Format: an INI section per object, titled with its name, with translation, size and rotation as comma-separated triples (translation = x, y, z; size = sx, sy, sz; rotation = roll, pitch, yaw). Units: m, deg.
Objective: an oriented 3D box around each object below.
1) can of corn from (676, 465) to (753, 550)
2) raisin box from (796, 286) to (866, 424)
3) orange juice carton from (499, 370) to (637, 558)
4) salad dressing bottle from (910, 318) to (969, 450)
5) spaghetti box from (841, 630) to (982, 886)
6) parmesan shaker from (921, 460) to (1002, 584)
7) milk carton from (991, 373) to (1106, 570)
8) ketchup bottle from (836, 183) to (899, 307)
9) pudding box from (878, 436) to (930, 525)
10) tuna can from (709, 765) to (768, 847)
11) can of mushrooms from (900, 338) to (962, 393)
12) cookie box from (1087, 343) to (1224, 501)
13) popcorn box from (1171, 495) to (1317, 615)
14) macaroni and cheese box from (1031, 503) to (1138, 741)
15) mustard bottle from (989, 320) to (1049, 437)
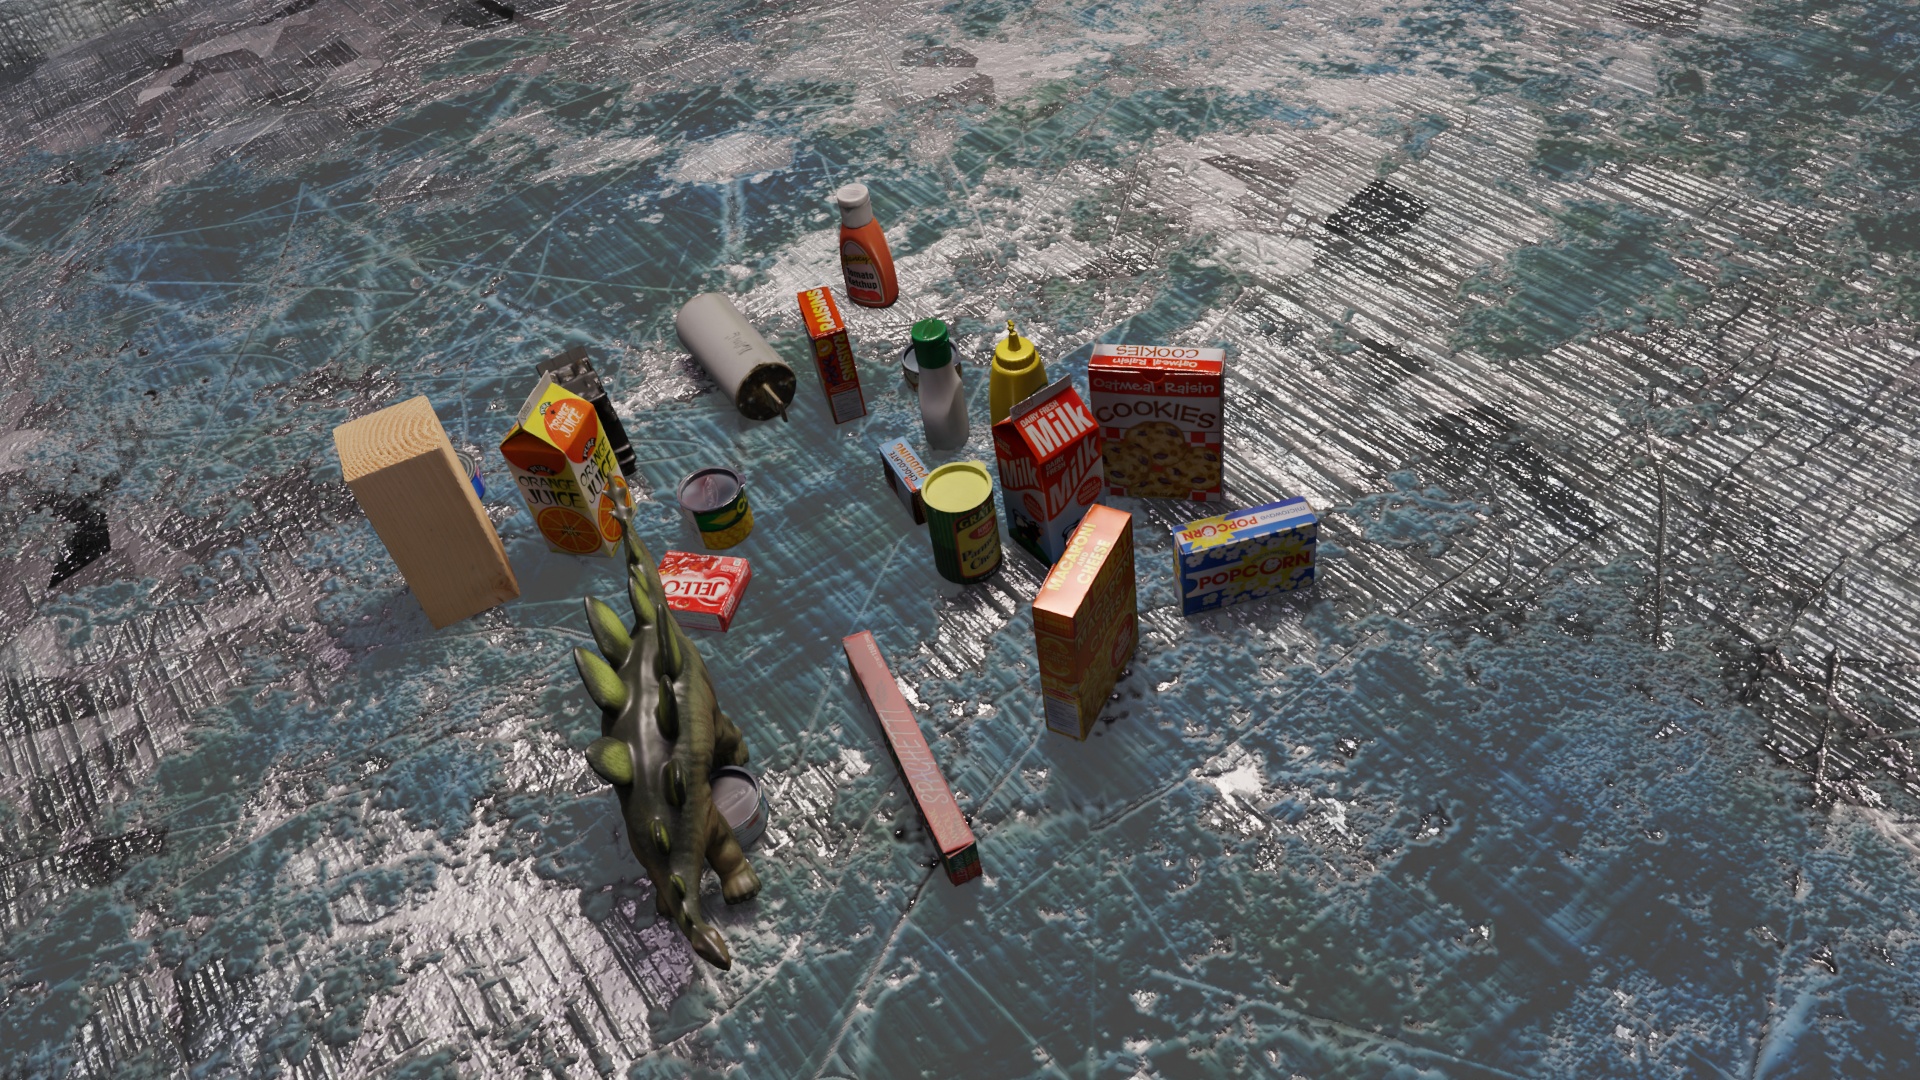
[can of corn]
translation = -0.245, -0.033, 1.409
size = 0.071, 0.058, 0.071
rotation = -5, 46, 5
[raisin box]
translation = -0.140, -0.201, 1.508
size = 0.040, 0.122, 0.086
rotation = -17, 46, -6
[orange juice carton]
translation = -0.393, -0.074, 1.380
size = 0.073, 0.191, 0.072
rotation = 5, 47, 14
[salad dressing bottle]
translation = -0.022, -0.160, 1.430
size = 0.044, 0.146, 0.064
rotation = 8, 48, 18
[spaghetti box]
translation = -0.044, 0.178, 1.174
size = 0.029, 0.050, 0.251
rotation = -22, 47, -11
[parmesan shaker]
translation = 0.005, -0.017, 1.317
size = 0.071, 0.102, 0.072
rotation = -5, 46, 5
[milk carton]
translation = 0.083, -0.067, 1.292
size = 0.072, 0.189, 0.073
rotation = -33, 50, -21
[ketchup bottle]
translation = -0.113, -0.345, 1.625
size = 0.065, 0.148, 0.044
rotation = 16, 51, 23
[pudding box]
translation = -0.051, -0.061, 1.408
size = 0.030, 0.049, 0.084
rotation = -24, 47, -13
[tuna can]
translation = -0.198, 0.224, 1.168
size = 0.071, 0.032, 0.071
rotation = -5, 46, 5
[can of mushrooms]
translation = -0.030, -0.195, 1.545
size = 0.071, 0.033, 0.071
rotation = -5, 46, 5
[cookie box]
translation = 0.190, -0.110, 1.332
size = 0.123, 0.166, 0.040
rotation = 4, 47, 14
[popcorn box]
translation = 0.256, 0.014, 1.256
size = 0.127, 0.084, 0.038
rotation = -14, 46, -3
[macaroni and cheese box]
translation = 0.107, 0.070, 1.171
size = 0.040, 0.165, 0.124
rotation = 16, 51, 24
[mustard bottle]
translation = 0.059, -0.155, 1.402
size = 0.049, 0.159, 0.065
rotation = 27, 56, 31
